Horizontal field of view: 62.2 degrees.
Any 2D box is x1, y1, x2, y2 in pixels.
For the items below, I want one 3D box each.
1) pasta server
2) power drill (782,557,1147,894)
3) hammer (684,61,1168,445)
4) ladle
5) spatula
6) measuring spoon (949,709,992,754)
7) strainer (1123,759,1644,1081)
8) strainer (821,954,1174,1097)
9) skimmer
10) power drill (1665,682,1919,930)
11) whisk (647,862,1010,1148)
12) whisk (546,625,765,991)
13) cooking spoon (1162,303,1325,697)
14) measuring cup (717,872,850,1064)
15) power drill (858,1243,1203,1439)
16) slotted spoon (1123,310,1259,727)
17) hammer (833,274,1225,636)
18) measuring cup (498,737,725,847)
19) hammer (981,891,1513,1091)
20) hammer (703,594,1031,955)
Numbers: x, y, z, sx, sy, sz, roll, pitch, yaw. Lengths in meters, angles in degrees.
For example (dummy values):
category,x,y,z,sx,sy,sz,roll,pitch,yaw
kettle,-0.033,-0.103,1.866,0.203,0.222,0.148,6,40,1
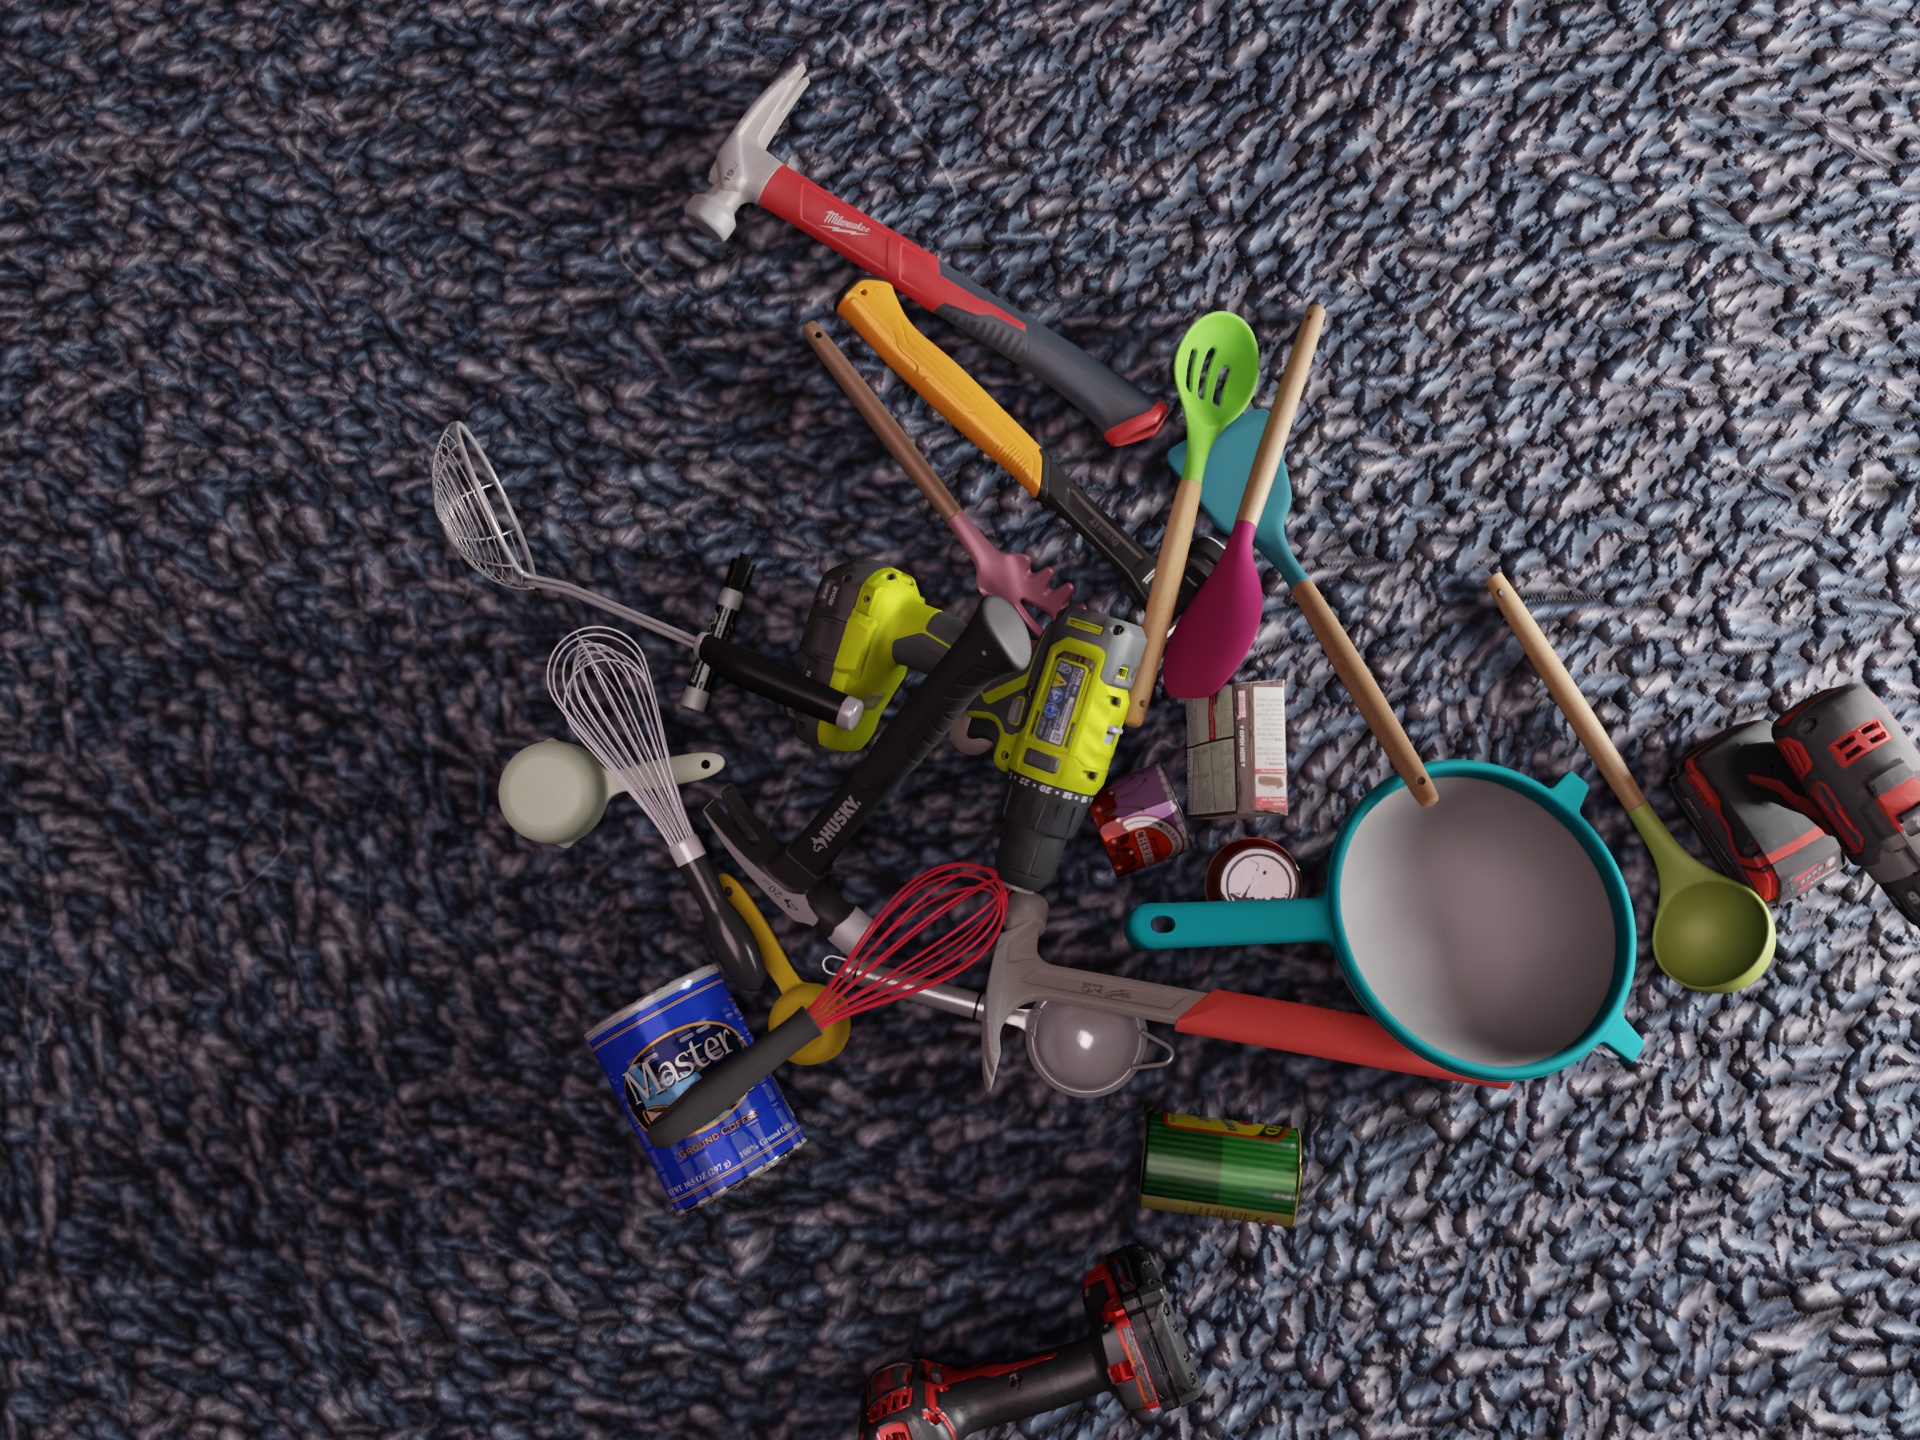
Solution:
category,x,y,z,sx,sy,sz,roll,pitch,yaw
pasta server,-0.019,-0.172,1.156,0.060,0.040,0.316,-34,81,-16
power drill,-0.002,-0.003,1.083,0.229,0.080,0.190,20,95,25
hammer,-0.008,-0.331,1.168,0.386,0.038,0.143,33,87,7
ladle,0.445,0.037,1.084,0.078,0.062,0.320,-34,79,29
spatula,0.243,-0.077,1.089,0.082,0.044,0.318,-24,60,0
measuring spoon,0.044,-0.020,1.146,0.124,0.018,0.034,-37,83,1
strainer,0.265,0.140,1.048,0.340,0.095,0.211,-1,70,-9
strainer,0.023,0.206,1.120,0.258,0.050,0.087,14,92,10
skimmer,-0.218,-0.100,1.108,0.363,0.127,0.090,24,72,13
power drill,0.546,0.074,0.983,0.080,0.226,0.188,-32,83,2
whisk,-0.083,0.188,1.059,0.296,0.073,0.073,-35,83,-14
whisk,-0.206,0.063,1.123,0.070,0.070,0.284,-27,89,3
cooking spoon,0.204,-0.157,1.101,0.069,0.017,0.319,2,64,44
measuring cup,-0.137,0.176,1.138,0.062,0.029,0.156,-37,80,13
power drill,0.038,0.432,1.054,0.219,0.143,0.078,-20,88,-3
slotted spoon,0.152,-0.142,1.103,0.070,0.031,0.314,23,71,-24
hammer,0.034,-0.184,1.120,0.337,0.034,0.127,44,70,2
measuring cup,-0.256,0.044,1.159,0.167,0.038,0.083,-11,84,6
hammer,0.195,0.210,1.076,0.359,0.036,0.149,10,47,2
hammer,-0.055,0.028,1.031,0.146,0.035,0.334,41,134,0
